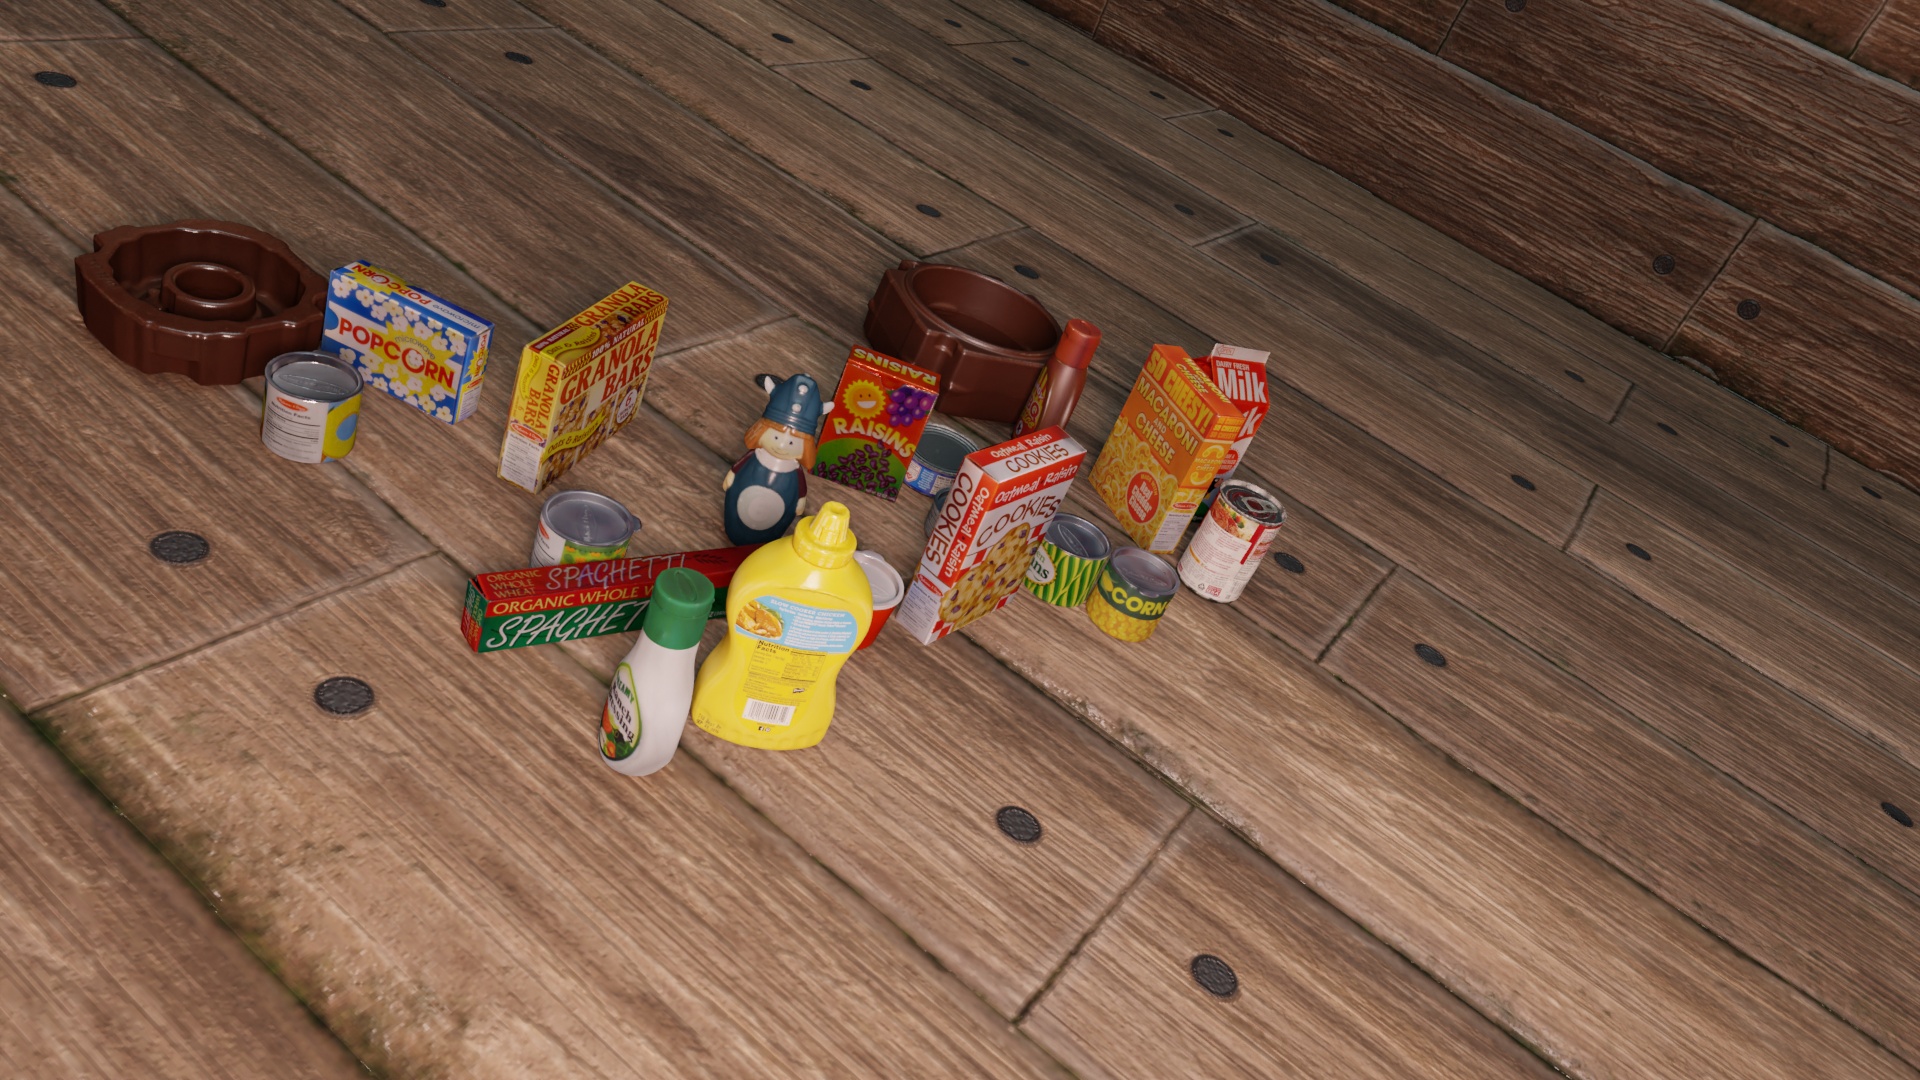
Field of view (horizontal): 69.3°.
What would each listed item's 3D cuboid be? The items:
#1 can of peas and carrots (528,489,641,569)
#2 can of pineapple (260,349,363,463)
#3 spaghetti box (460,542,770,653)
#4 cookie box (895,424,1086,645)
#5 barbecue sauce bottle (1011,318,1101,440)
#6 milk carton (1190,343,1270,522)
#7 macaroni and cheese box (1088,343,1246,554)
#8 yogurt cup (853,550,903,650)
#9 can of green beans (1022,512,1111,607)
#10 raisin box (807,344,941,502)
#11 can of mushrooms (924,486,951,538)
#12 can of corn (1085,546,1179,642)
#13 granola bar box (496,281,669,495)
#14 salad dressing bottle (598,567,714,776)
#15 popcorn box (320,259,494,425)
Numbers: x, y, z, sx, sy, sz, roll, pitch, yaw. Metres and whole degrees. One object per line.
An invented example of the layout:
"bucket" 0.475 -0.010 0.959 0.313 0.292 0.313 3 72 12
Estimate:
"can of peas and carrots" -0.275 0.005 1.015 0.071 0.058 0.071 17 33 -11
"can of pineapple" -0.482 -0.100 1.034 0.071 0.057 0.071 17 33 -11
"spaghetti box" -0.231 0.038 1.003 0.251 0.050 0.029 -7 43 -39
"cookie box" 0.024 -0.006 1.124 0.040 0.166 0.123 39 35 22
"barbecue sauce bottle" 0.098 -0.152 1.401 0.044 0.147 0.065 12 34 -18
"milk carton" 0.244 -0.114 1.402 0.072 0.189 0.074 3 38 -30
"macaroni and cheese box" 0.199 -0.089 1.359 0.040 0.165 0.124 2 38 -32
"yogurt cup" -0.084 0.048 1.080 0.072 0.053 0.073 17 33 -11
"can of green beans" 0.093 0.017 1.237 0.071 0.057 0.071 17 33 -11
"raisin box" -0.078 -0.104 1.241 0.086 0.122 0.040 20 32 -7
"can of mushrooms" 0.004 -0.016 1.250 0.071 0.033 0.071 17 33 -11
"can of corn" 0.152 0.049 1.228 0.071 0.058 0.071 17 33 -11
"granola bar box" -0.305 -0.127 1.126 0.039 0.123 0.166 27 32 4
"salad dressing bottle" -0.190 0.083 0.874 0.044 0.147 0.064 -2 40 -35
"popcorn box" -0.446 -0.159 1.118 0.127 0.084 0.038 26 32 3
